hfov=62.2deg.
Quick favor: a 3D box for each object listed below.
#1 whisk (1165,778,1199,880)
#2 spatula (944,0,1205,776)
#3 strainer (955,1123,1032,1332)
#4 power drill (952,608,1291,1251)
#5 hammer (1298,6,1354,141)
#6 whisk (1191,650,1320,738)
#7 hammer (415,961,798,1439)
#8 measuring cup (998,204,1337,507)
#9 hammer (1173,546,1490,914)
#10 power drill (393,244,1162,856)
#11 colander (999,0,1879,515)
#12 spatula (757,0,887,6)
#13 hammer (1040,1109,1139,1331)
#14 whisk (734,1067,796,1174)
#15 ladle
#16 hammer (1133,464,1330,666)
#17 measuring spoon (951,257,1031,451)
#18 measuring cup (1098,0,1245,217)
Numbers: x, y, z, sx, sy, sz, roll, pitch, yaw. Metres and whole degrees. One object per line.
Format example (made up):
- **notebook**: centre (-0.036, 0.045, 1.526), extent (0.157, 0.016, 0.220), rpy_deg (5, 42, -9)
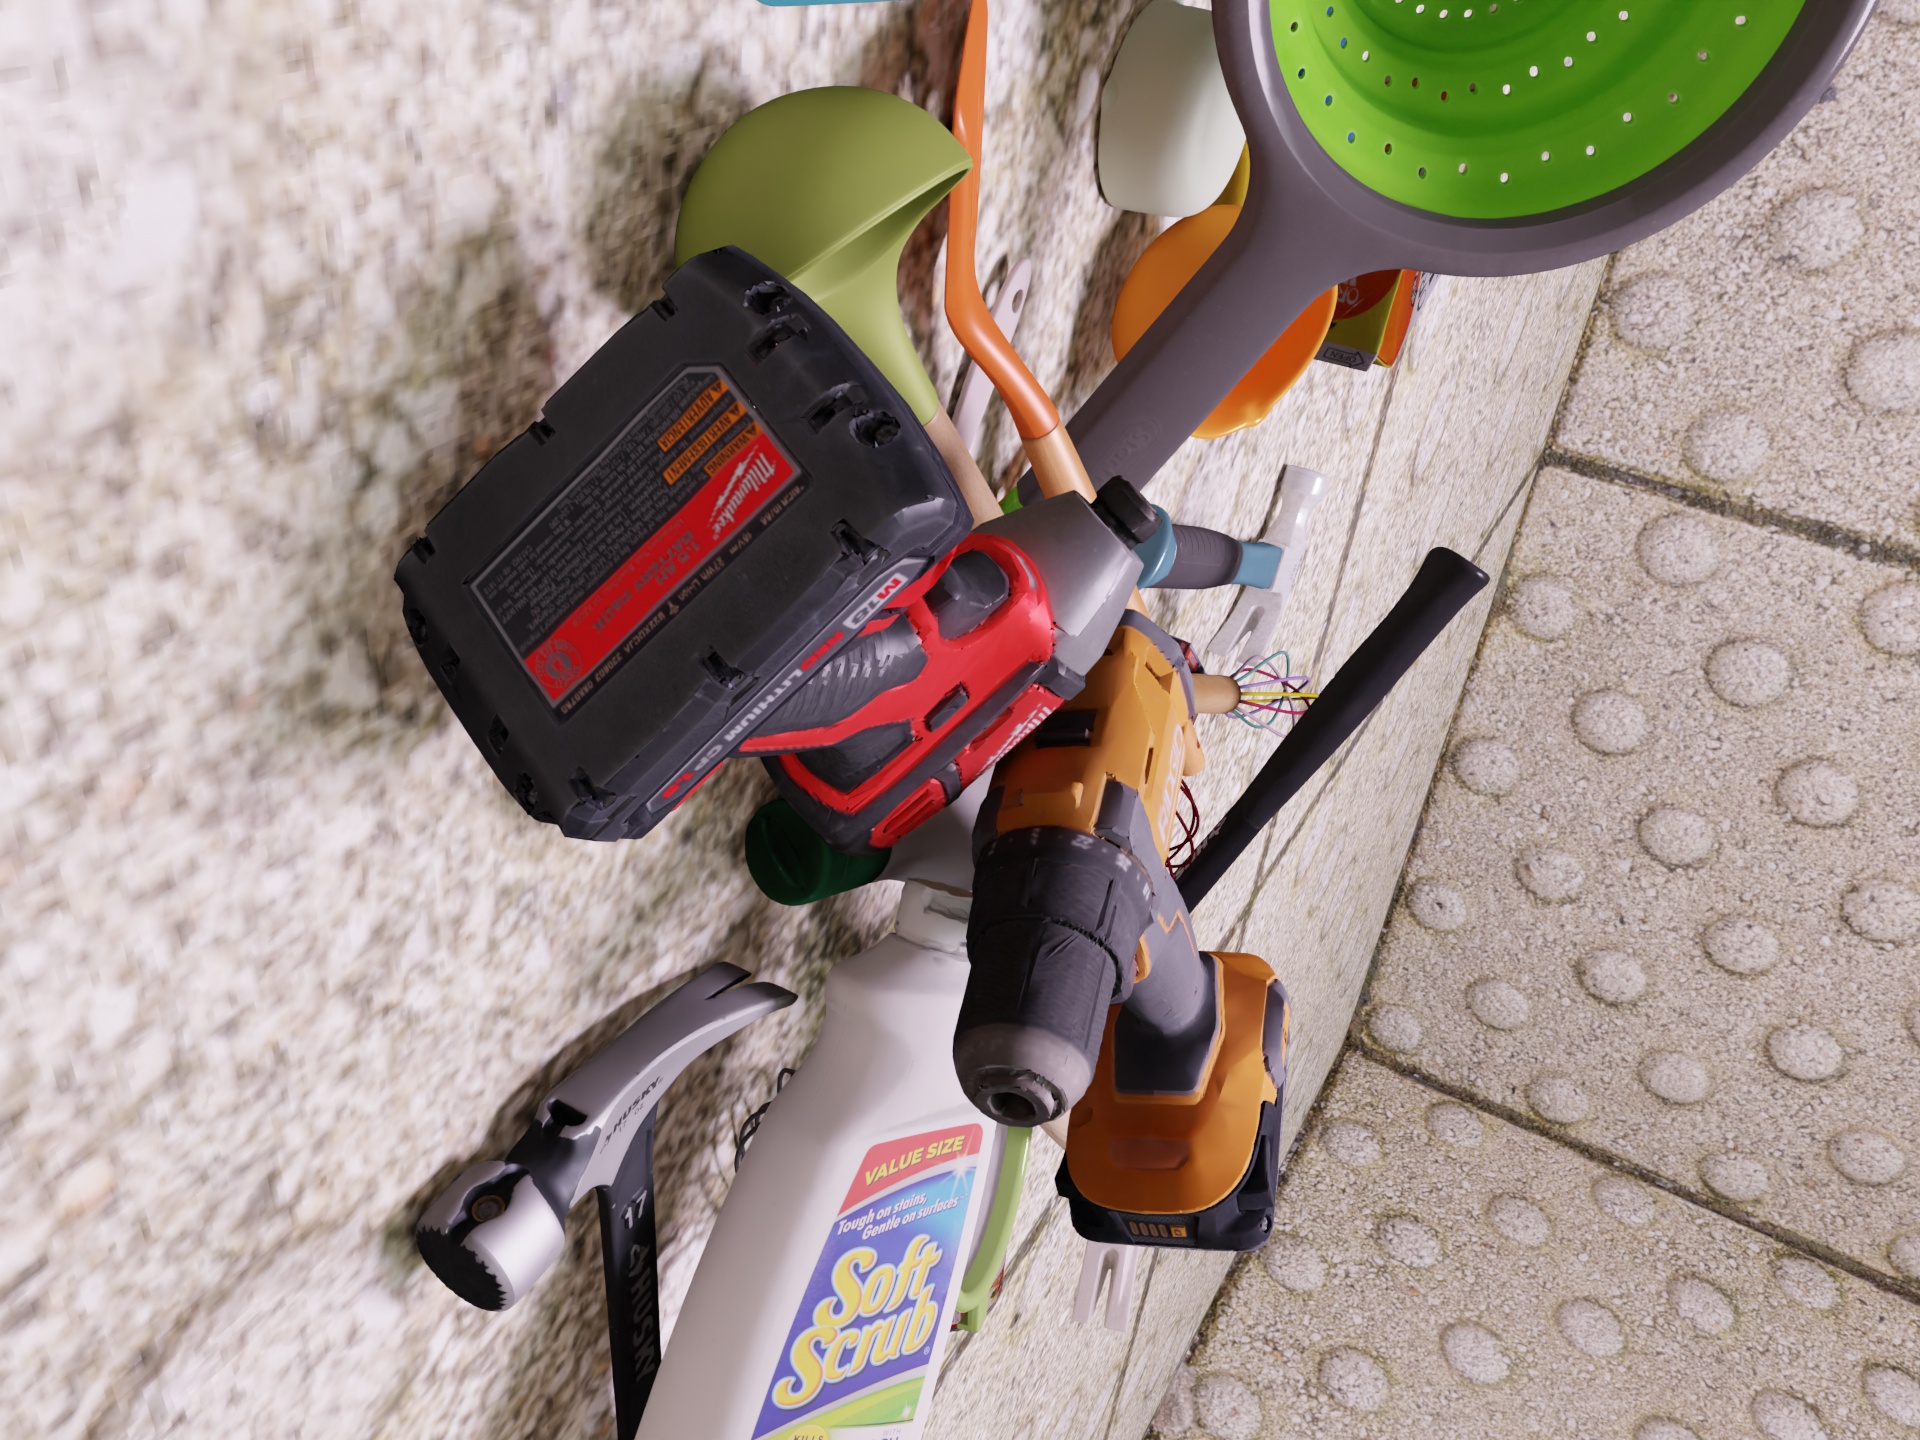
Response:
- **whisk**: centre (0.073, 0.009, 0.783), extent (0.073, 0.073, 0.295), rpy_deg (-59, 152, -23)
- **spatula**: centre (0.044, -0.086, 0.550), extent (0.322, 0.041, 0.081), rpy_deg (60, 26, -42)
- **strainer**: centre (-0.003, 0.138, 0.741), extent (0.151, 0.069, 0.257), rpy_deg (74, 25, -51)
- **power drill**: centre (0.057, 0.101, 0.553), extent (0.185, 0.084, 0.226), rpy_deg (-72, 151, -44)
- **hammer**: centre (0.144, -0.342, 0.619), extent (0.405, 0.035, 0.144), rpy_deg (52, 49, -69)
- **whisk**: centre (0.159, -0.016, 0.903), extent (0.245, 0.047, 0.051), rpy_deg (0, 115, -64)
- **hammer**: centre (-0.118, 0.261, 0.599), extent (0.149, 0.036, 0.408), rpy_deg (-46, 151, -46)
- **measuring cup**: centre (0.070, -0.142, 0.645), extent (0.173, 0.052, 0.095), rpy_deg (-35, 150, -7)
- **hammer**: centre (0.170, 0.041, 0.876), extent (0.334, 0.035, 0.146), rpy_deg (-54, -174, 25)
- **power drill**: centre (-0.024, -0.029, 0.416), extent (0.143, 0.079, 0.219), rpy_deg (-42, 162, 11)
- **colander**: centre (0.129, -0.204, 0.547), extent (0.397, 0.204, 0.095), rpy_deg (-47, -153, 31)
- **spatula**: centre (0.048, -0.244, 0.476), extent (0.317, 0.044, 0.082), rpy_deg (-31, 137, -56)
- **hammer**: centre (0.052, 0.196, 0.760), extent (0.410, 0.038, 0.146), rpy_deg (63, 37, -61)
- **whisk**: centre (-0.063, 0.220, 0.677), extent (0.055, 0.055, 0.238), rpy_deg (-52, 158, -36)
- **ladle**: centre (-0.001, -0.075, 0.493), extent (0.078, 0.062, 0.319), rpy_deg (-33, 154, 2)
- **hammer**: centre (0.147, -0.092, 0.900), extent (0.331, 0.033, 0.128), rpy_deg (-9, 118, -66)
- **measuring spoon**: centre (0.007, -0.101, 0.563), extent (0.034, 0.018, 0.124), rpy_deg (-12, 124, -66)
- **measuring cup**: centre (0.096, -0.270, 0.587), extent (0.083, 0.038, 0.167), rpy_deg (-26, 135, -61)
